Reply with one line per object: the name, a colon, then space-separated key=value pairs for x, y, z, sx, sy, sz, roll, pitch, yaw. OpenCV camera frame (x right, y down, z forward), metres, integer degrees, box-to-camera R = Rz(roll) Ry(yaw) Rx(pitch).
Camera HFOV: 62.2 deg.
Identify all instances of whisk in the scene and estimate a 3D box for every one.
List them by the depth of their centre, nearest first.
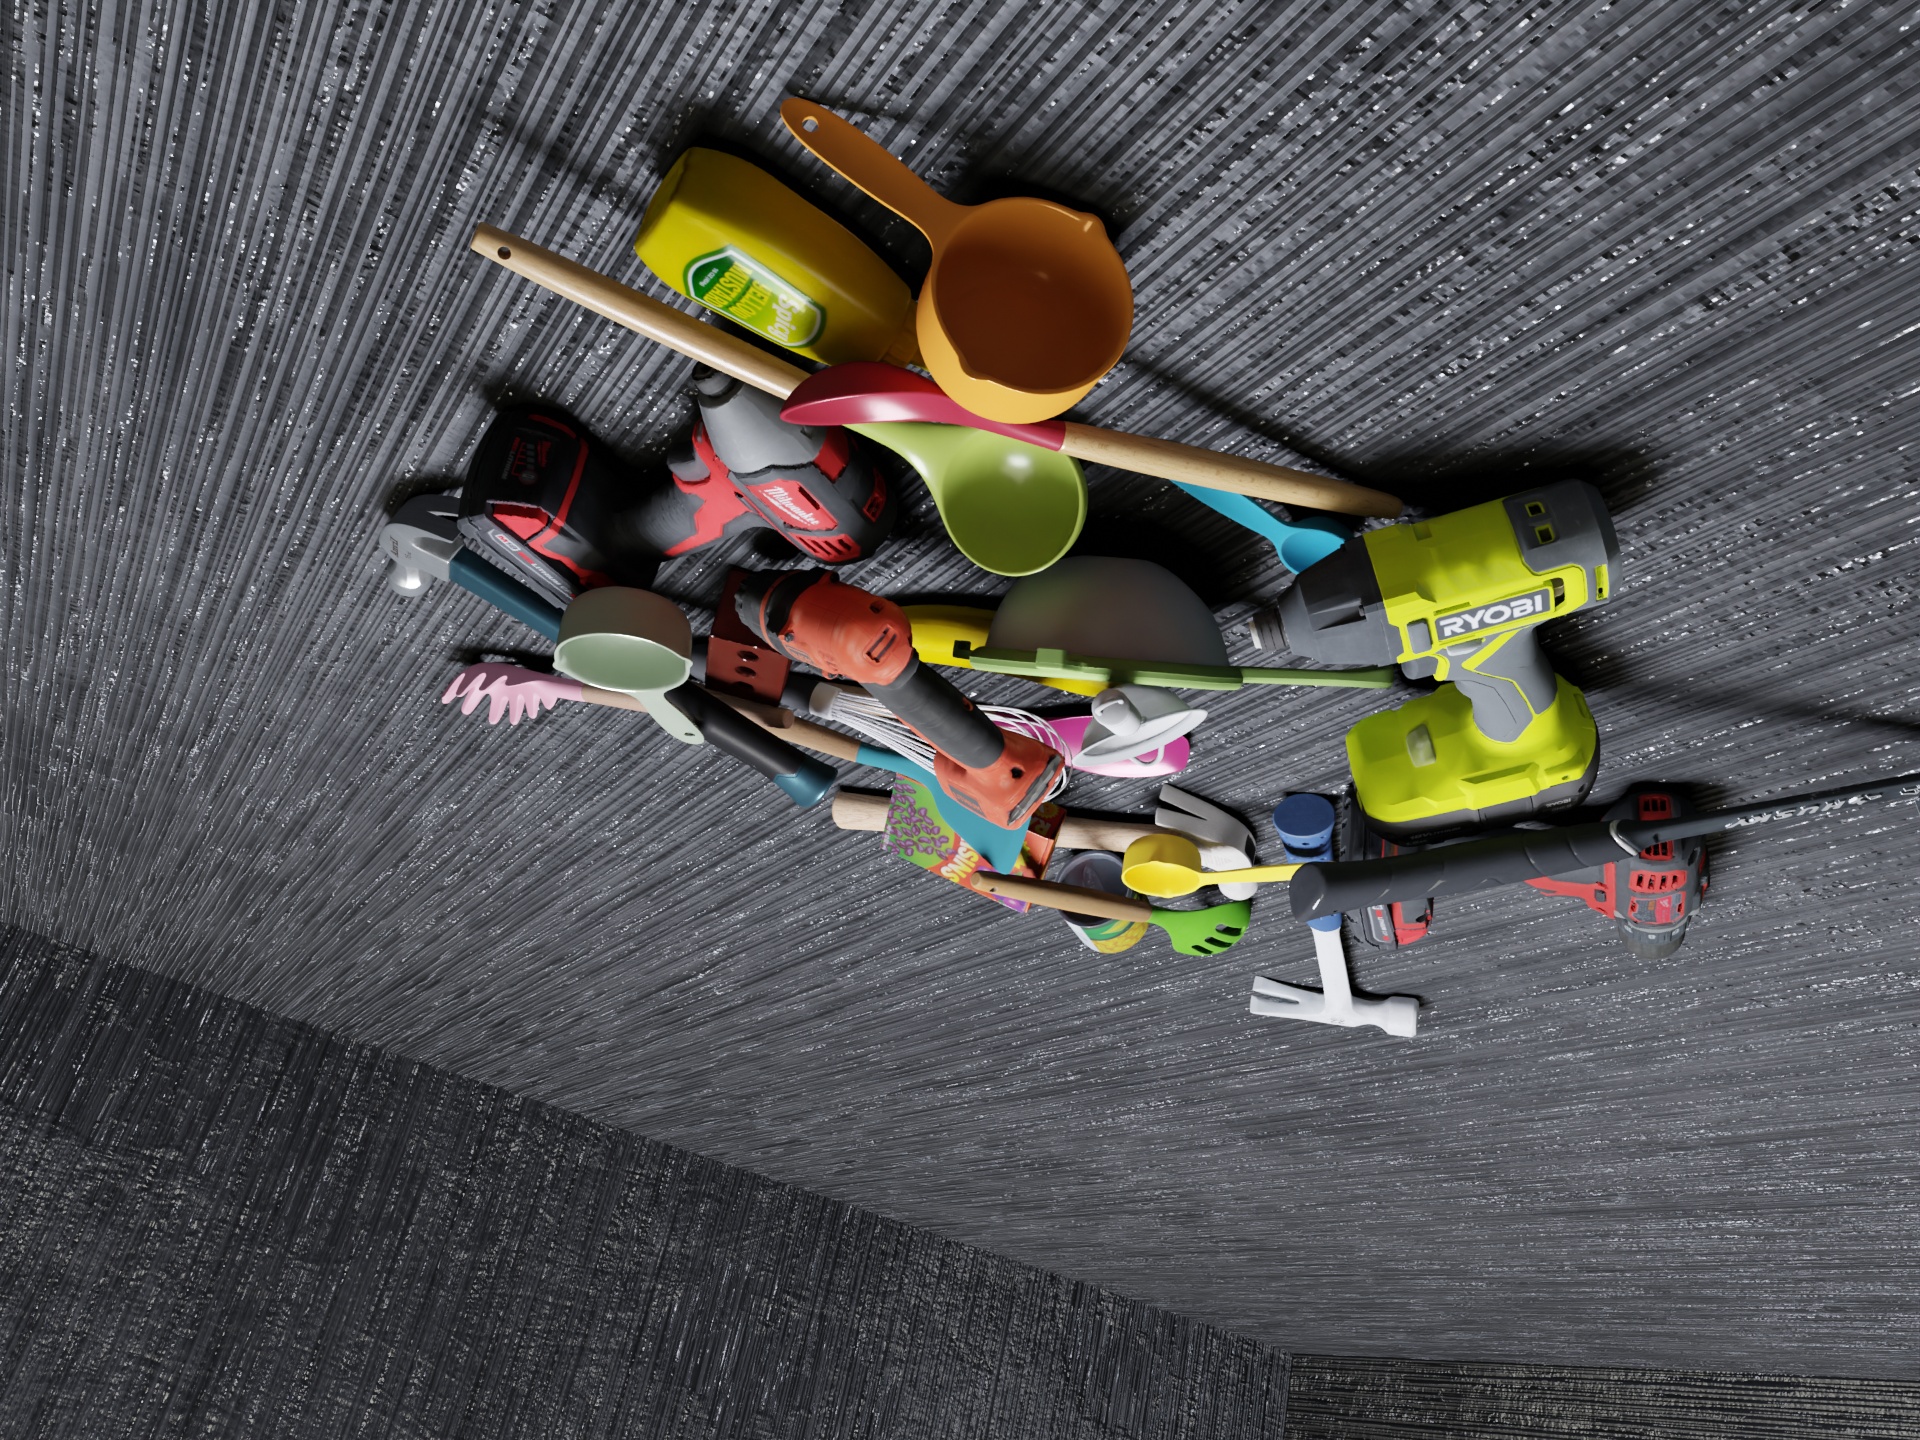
whisk: x=-0.061 y=-0.003 z=1.062 sx=0.285 sy=0.070 sz=0.070 roll=17 pitch=155 yaw=15

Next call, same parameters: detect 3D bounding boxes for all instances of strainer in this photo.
strainer: x=0.132 y=-0.054 z=0.890 sx=0.256 sy=0.069 sz=0.151 roll=2 pitch=-176 yaw=-18
strainer: x=0.093 y=-0.002 z=0.891 sx=0.087 sy=0.050 sz=0.258 roll=-22 pitch=173 yaw=8

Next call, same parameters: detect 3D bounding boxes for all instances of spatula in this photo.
spatula: x=-0.098 y=0.016 z=1.121 sx=0.317 sy=0.044 sz=0.082 roll=19 pitch=115 yaw=8

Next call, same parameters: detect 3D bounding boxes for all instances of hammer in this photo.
hammer: x=0.387 y=0.062 z=0.883 sx=0.409 sy=0.036 sz=0.149 roll=-11 pitch=153 yaw=6
hammer: x=-0.227 y=-0.041 z=1.030 sx=0.331 sy=0.033 sz=0.128 roll=32 pitch=152 yaw=-3
hammer: x=0.058 y=0.082 z=1.216 sx=0.331 sy=0.031 sz=0.129 roll=5 pitch=152 yaw=18
hammer: x=0.283 y=0.165 z=1.262 sx=0.144 sy=0.035 sz=0.405 roll=3 pitch=151 yaw=20

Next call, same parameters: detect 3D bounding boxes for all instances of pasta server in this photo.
pasta server: x=-0.248 y=-0.011 z=1.132 sx=0.316 sy=0.040 sz=0.060 roll=7 pitch=163 yaw=32

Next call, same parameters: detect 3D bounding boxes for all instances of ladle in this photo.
ladle: x=0.071 y=-0.128 z=0.749 sx=0.315 sy=0.031 sz=0.069 roll=8 pitch=178 yaw=-18
ladle: x=-0.077 y=-0.155 z=0.759 sx=0.320 sy=0.062 sz=0.078 roll=21 pitch=115 yaw=-25

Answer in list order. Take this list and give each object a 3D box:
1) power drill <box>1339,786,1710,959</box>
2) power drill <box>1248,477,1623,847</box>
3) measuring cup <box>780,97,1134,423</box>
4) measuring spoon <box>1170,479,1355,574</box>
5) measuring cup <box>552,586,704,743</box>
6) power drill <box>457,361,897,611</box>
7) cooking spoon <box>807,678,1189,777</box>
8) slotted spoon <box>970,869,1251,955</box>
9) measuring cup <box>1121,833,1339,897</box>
power drill: x=0.380 y=0.111 z=1.073 sx=0.227 sy=0.080 sz=0.187 roll=-1 pitch=150 yaw=22
power drill: x=0.253 y=-0.023 z=0.836 sx=0.171 sy=0.080 sz=0.223 roll=-16 pitch=144 yaw=14
measuring cup: x=-0.009 y=-0.197 z=0.678 sx=0.173 sy=0.095 sz=0.052 roll=38 pitch=164 yaw=-2
measuring spoon: x=0.151 y=-0.114 z=0.818 sx=0.128 sy=0.021 sz=0.042 roll=30 pitch=150 yaw=-10
measuring cup: x=-0.183 y=-0.031 z=0.949 sx=0.083 sy=0.038 sz=0.167 roll=-2 pitch=158 yaw=10
power drill: x=-0.158 y=-0.130 z=0.865 sx=0.220 sy=0.079 sz=0.143 roll=-7 pitch=148 yaw=30
cooking spoon: x=-0.002 y=-0.003 z=1.094 sx=0.319 sy=0.017 sz=0.068 roll=9 pitch=144 yaw=8
slotted spoon: x=0.121 y=0.143 z=1.201 sx=0.313 sy=0.031 sz=0.070 roll=17 pitch=127 yaw=-42
measuring cup: x=0.192 y=0.098 z=1.126 sx=0.156 sy=0.029 sz=0.062 roll=-5 pitch=148 yaw=15
